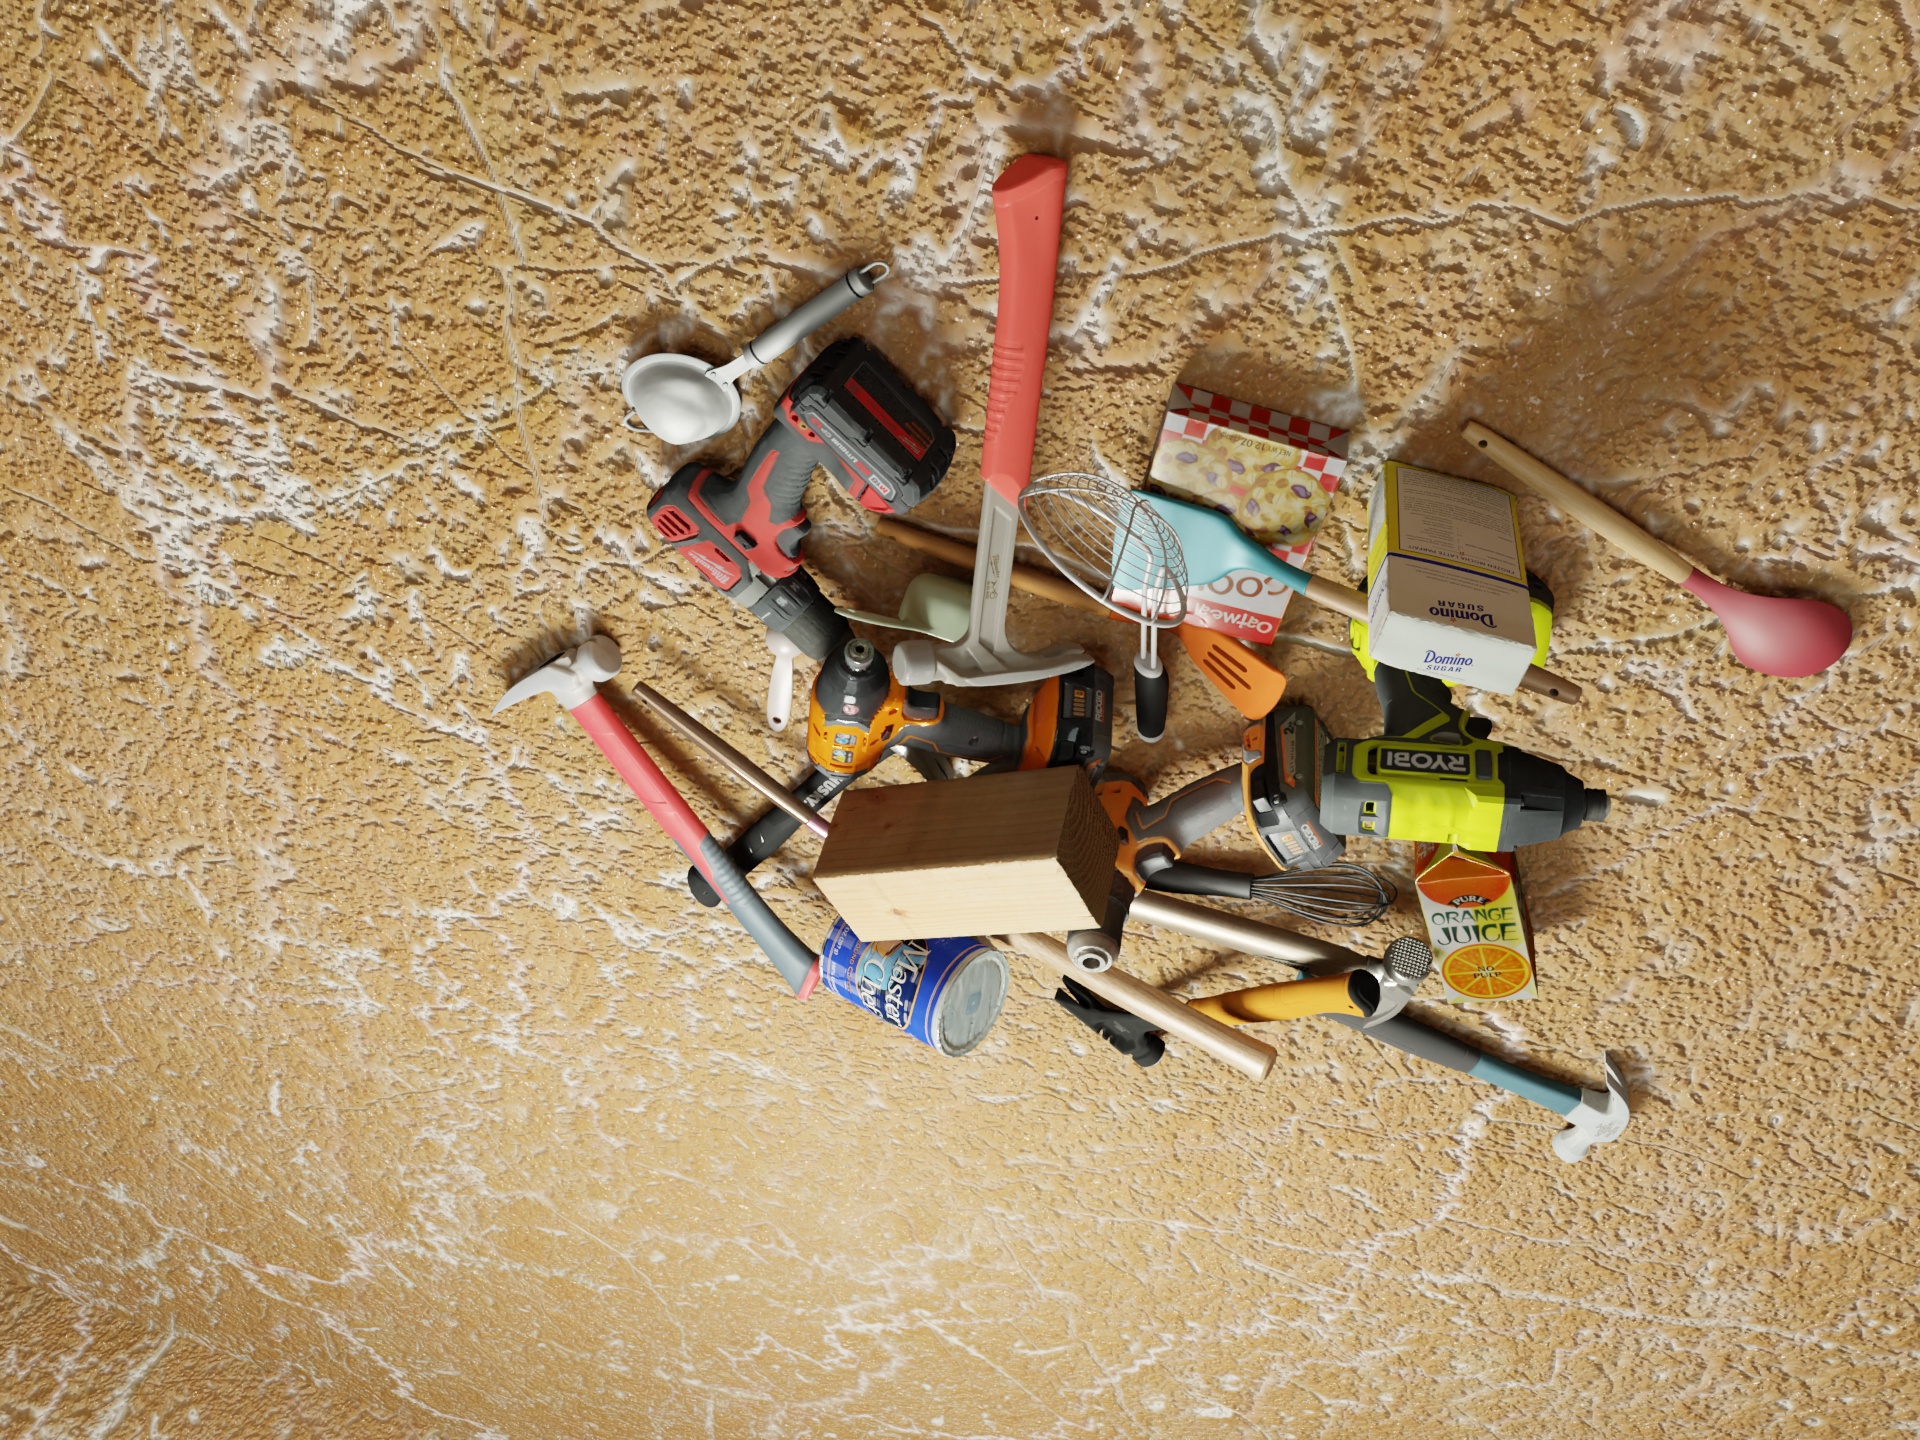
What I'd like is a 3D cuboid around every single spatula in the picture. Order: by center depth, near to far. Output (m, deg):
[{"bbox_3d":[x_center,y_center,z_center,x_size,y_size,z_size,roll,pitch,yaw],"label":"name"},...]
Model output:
[{"bbox_3d":[0.248,-0.073,1.044,0.318,0.044,0.082,26,134,24],"label":"spatula"},{"bbox_3d":[0.087,-0.084,1.181,0.322,0.041,0.081,20,156,1],"label":"spatula"}]

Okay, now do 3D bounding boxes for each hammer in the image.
[{"bbox_3d":[0.041,-0.186,1.056,0.149,0.037,0.358,-7,122,-22],"label":"hammer"},{"bbox_3d":[0.179,0.168,1.349,0.410,0.038,0.146,17,154,7],"label":"hammer"},{"bbox_3d":[0.224,0.246,1.380,0.127,0.034,0.337,40,148,-19],"label":"hammer"},{"bbox_3d":[0.120,0.225,1.387,0.331,0.031,0.130,25,140,23],"label":"hammer"},{"bbox_3d":[-0.144,0.084,1.409,0.146,0.035,0.334,36,131,-15],"label":"hammer"},{"bbox_3d":[-0.254,0.103,1.418,0.143,0.038,0.386,-22,112,33],"label":"hammer"},{"bbox_3d":[0.447,0.302,1.430,0.331,0.033,0.128,23,135,-4],"label":"hammer"}]

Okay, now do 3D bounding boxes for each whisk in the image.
[{"bbox_3d":[0.244,0.137,1.336,0.239,0.055,0.055,5,133,19],"label":"whisk"}]

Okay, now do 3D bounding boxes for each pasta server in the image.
[{"bbox_3d":[-0.153,0.072,1.352,0.316,0.040,0.060,39,142,-16],"label":"pasta server"}]

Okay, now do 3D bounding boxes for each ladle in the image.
[{"bbox_3d":[0.461,-0.112,1.054,0.315,0.031,0.069,30,133,-9],"label":"ladle"}]

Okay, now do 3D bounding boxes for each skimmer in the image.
[{"bbox_3d":[0.105,-0.051,1.093,0.127,0.090,0.363,52,171,24],"label":"skimmer"}]

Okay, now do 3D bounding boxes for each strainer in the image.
[{"bbox_3d":[-0.149,-0.250,1.104,0.258,0.050,0.086,-26,135,30],"label":"strainer"}]

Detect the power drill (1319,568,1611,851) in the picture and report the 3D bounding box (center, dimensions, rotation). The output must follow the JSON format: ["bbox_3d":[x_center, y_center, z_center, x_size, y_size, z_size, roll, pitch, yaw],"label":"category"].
[{"bbox_3d":[0.331,-0.008,1.050,0.171,0.223,0.080,4,133,14],"label":"power drill"}]

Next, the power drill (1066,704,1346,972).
[{"bbox_3d":[0.177,0.095,1.221,0.226,0.185,0.084,-22,124,28],"label":"power drill"}]

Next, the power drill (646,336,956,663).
[{"bbox_3d":[-0.103,-0.146,1.151,0.187,0.080,0.226,44,132,-14],"label":"power drill"}]

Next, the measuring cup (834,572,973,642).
[{"bbox_3d":[-0.031,-0.085,1.150,0.083,0.167,0.038,27,104,33],"label":"measuring cup"}]

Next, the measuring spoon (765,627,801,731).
[{"bbox_3d":[-0.150,-0.031,1.317,0.034,0.018,0.124,15,135,3],"label":"measuring spoon"}]

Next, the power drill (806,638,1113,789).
[{"bbox_3d":[-0.002,-0.004,1.208,0.226,0.084,0.164,7,152,-4],"label":"power drill"}]
